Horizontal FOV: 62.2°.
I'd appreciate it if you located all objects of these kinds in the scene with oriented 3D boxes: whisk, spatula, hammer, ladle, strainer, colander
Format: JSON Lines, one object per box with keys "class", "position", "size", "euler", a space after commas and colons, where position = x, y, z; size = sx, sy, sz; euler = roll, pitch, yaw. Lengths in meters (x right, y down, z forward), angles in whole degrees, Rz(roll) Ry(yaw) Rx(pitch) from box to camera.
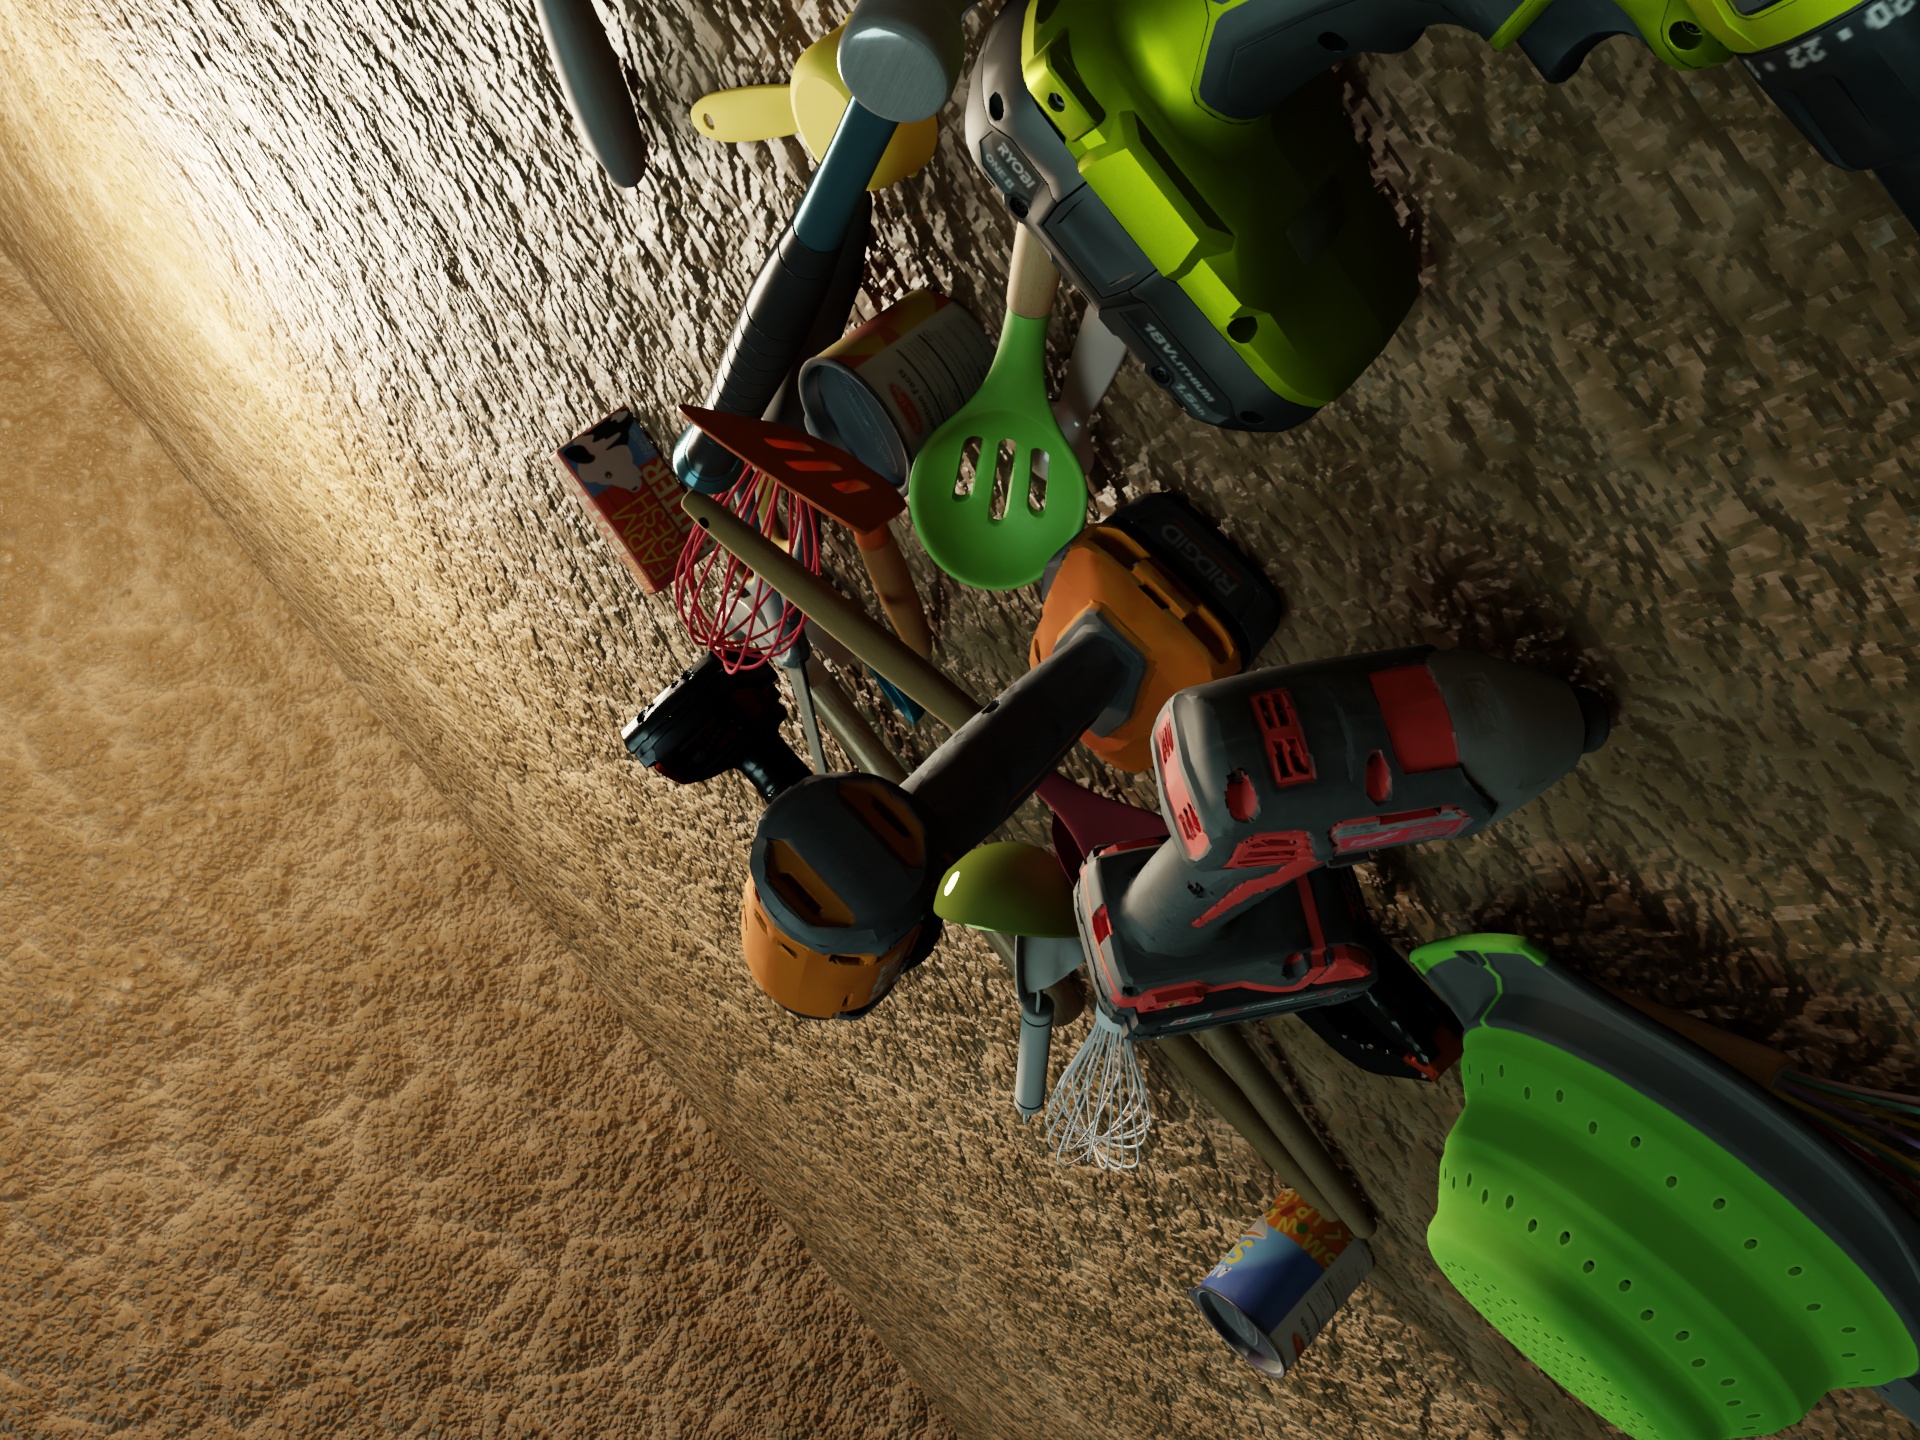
{"class": "whisk", "position": [0.089, 0.185, 0.929], "size": [0.070, 0.070, 0.284], "euler": [37, 148, 27]}
{"class": "spatula", "position": [-0.040, -0.065, 0.681], "size": [0.081, 0.041, 0.322], "euler": [35, 173, 11]}
{"class": "hammer", "position": [-0.028, 0.054, 0.951], "size": [0.331, 0.031, 0.130], "euler": [53, 166, -13]}
{"class": "hammer", "position": [-0.051, -0.162, 0.543], "size": [0.033, 0.128, 0.331], "euler": [25, 154, -12]}
{"class": "ladle", "position": [0.104, 0.176, 0.832], "size": [0.320, 0.062, 0.078], "euler": [48, 166, -22]}
{"class": "whisk", "position": [-0.172, -0.322, 0.652], "size": [0.055, 0.055, 0.238], "euler": [35, 157, 31]}
{"class": "whisk", "position": [0.283, 0.126, 0.511], "size": [0.245, 0.047, 0.051], "euler": [22, 145, 53]}
{"class": "strainer", "position": [0.048, 0.162, 0.922], "size": [0.050, 0.087, 0.258], "euler": [11, 136, 9]}
{"class": "colander", "position": [0.295, 0.243, 0.557], "size": [0.397, 0.094, 0.204], "euler": [43, 169, 4]}
{"class": "ladle", "position": [-0.001, -0.002, 0.711], "size": [0.315, 0.031, 0.069], "euler": [39, 133, 3]}
{"class": "whisk", "position": [-0.082, -0.121, 0.728], "size": [0.073, 0.073, 0.295], "euler": [43, 142, 15]}

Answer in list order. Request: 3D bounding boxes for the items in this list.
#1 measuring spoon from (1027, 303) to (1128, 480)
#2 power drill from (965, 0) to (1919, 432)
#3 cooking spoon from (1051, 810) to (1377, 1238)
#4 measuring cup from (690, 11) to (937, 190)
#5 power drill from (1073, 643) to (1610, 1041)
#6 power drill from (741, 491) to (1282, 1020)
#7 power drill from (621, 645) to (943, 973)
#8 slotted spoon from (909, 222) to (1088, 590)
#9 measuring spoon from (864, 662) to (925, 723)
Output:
{"class": "measuring spoon", "position": [0.043, -0.125, 0.590], "size": [0.034, 0.018, 0.124], "euler": [46, 156, 11]}
{"class": "power drill", "position": [0.118, -0.146, 0.354], "size": [0.190, 0.080, 0.228], "euler": [47, 155, -15]}
{"class": "cooking spoon", "position": [0.134, 0.162, 0.819], "size": [0.017, 0.069, 0.318], "euler": [-27, 113, 27]}
{"class": "measuring cup", "position": [-0.069, -0.232, 0.615], "size": [0.157, 0.029, 0.062], "euler": [18, 141, 47]}
{"class": "power drill", "position": [0.123, 0.042, 0.563], "size": [0.219, 0.143, 0.079], "euler": [105, 153, -64]}
{"class": "power drill", "position": [0.009, 0.026, 0.612], "size": [0.084, 0.226, 0.164], "euler": [45, 156, 11]}
{"class": "power drill", "position": [-0.099, 0.065, 0.967], "size": [0.227, 0.080, 0.188], "euler": [48, -171, 1]}
{"class": "slotted spoon", "position": [0.029, -0.158, 0.527], "size": [0.070, 0.031, 0.313], "euler": [13, 143, 1]}
{"class": "measuring spoon", "position": [-0.055, -0.053, 0.881], "size": [0.129, 0.021, 0.042], "euler": [52, 172, 17]}
